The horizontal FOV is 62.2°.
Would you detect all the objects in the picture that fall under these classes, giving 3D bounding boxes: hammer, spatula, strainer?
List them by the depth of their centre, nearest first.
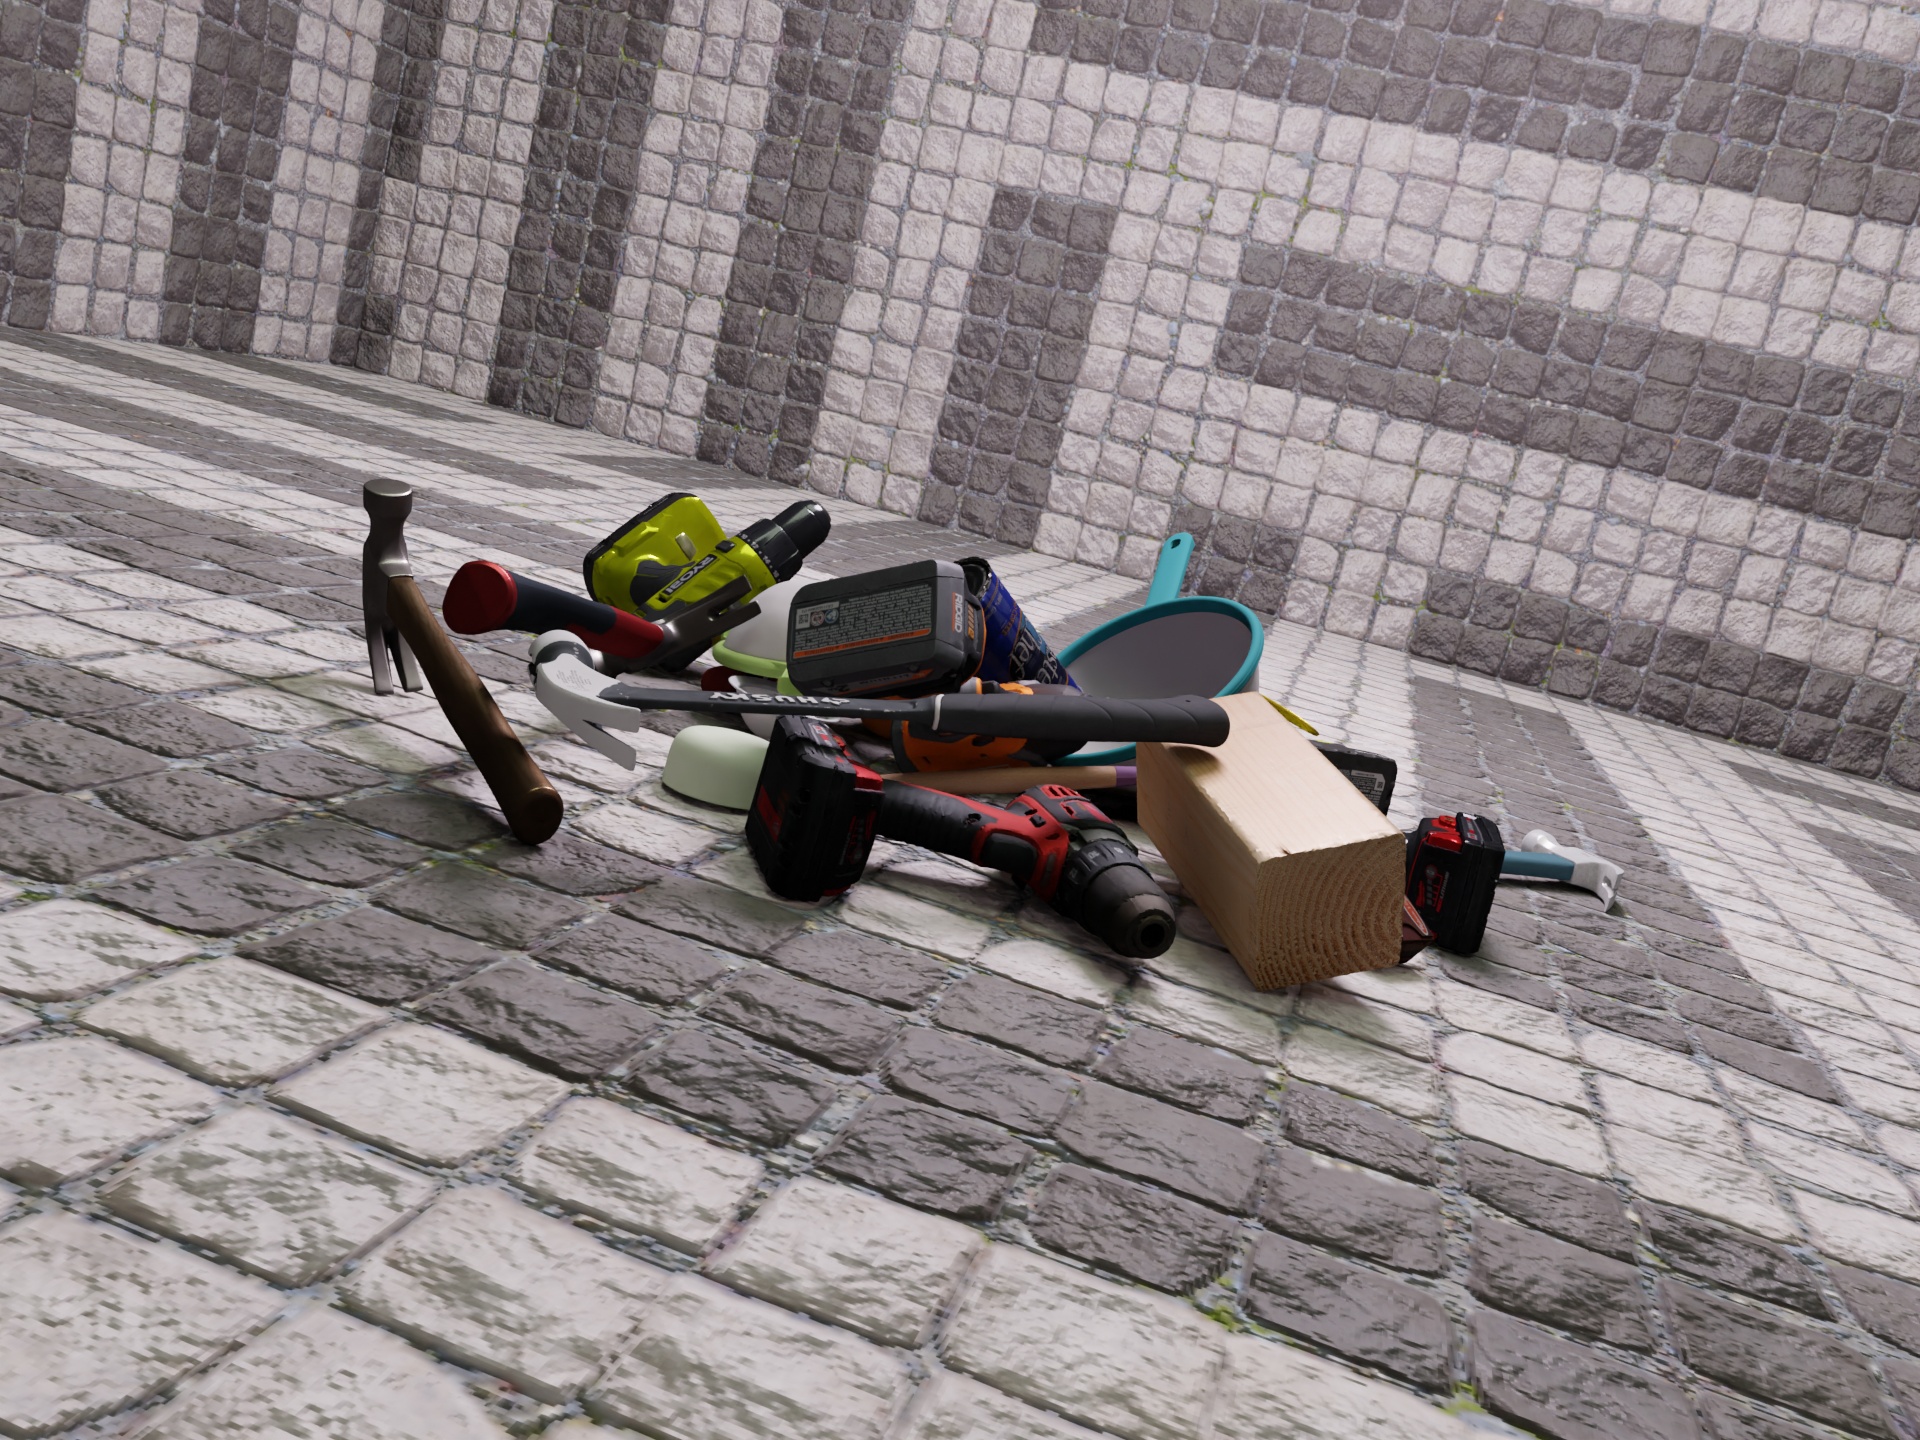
[{"bbox_3d":[-0.028,-0.005,0.898,0.408,0.036,0.149,2,16,-23],"label":"hammer"},{"bbox_3d":[-0.306,-0.024,0.953,0.031,0.130,0.332,-7,32,-33],"label":"hammer"},{"bbox_3d":[-0.224,-0.068,1.007,0.143,0.038,0.386,-25,-2,1],"label":"hammer"},{"bbox_3d":[0.082,0.040,1.105,0.316,0.018,0.060,-2,4,-6],"label":"spatula"},{"bbox_3d":[-0.114,0.003,1.108,0.086,0.050,0.258,18,3,-18],"label":"strainer"},{"bbox_3d":[-0.114,-0.066,1.184,0.151,0.069,0.256,6,9,-3],"label":"strainer"},{"bbox_3d":[0.410,0.112,1.298,0.330,0.033,0.128,7,12,-29],"label":"hammer"},{"bbox_3d":[0.172,-0.039,1.324,0.211,0.095,0.341,-15,29,27],"label":"strainer"},{"bbox_3d":[-0.150,-0.056,1.401,0.149,0.036,0.359,9,12,3],"label":"hammer"}]

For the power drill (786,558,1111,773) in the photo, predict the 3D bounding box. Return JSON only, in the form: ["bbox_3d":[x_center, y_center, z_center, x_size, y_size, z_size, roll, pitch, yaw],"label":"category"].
[{"bbox_3d":[0.000,-0.024,1.063,0.164,0.084,0.226,-9,-24,22],"label":"power drill"}]

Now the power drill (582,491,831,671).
[{"bbox_3d":[-0.227,-0.138,1.404,0.229,0.190,0.080,25,-29,57],"label":"power drill"}]

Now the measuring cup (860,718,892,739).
[{"bbox_3d":[-0.002,-0.004,1.317,0.173,0.052,0.095,11,12,-25],"label":"measuring cup"}]

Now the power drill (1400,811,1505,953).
[{"bbox_3d":[0.264,0.091,1.129,0.220,0.078,0.143,14,11,13],"label":"power drill"}]

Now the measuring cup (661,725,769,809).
[{"bbox_3d":[-0.136,0.023,1.057,0.083,0.038,0.167,17,11,14],"label":"measuring cup"}]

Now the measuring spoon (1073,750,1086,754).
[{"bbox_3d":[0.089,0.022,1.378,0.034,0.018,0.124,12,11,-10],"label":"measuring spoon"}]

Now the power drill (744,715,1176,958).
[{"bbox_3d":[0.004,0.073,0.909,0.226,0.080,0.188,13,12,-19],"label":"power drill"}]

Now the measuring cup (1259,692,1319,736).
[{"bbox_3d":[0.240,-0.012,1.349,0.157,0.029,0.062,36,-7,47],"label":"measuring cup"}]

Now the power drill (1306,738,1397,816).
[{"bbox_3d":[0.266,0.038,1.378,0.171,0.080,0.223,8,10,-25],"label":"power drill"}]
